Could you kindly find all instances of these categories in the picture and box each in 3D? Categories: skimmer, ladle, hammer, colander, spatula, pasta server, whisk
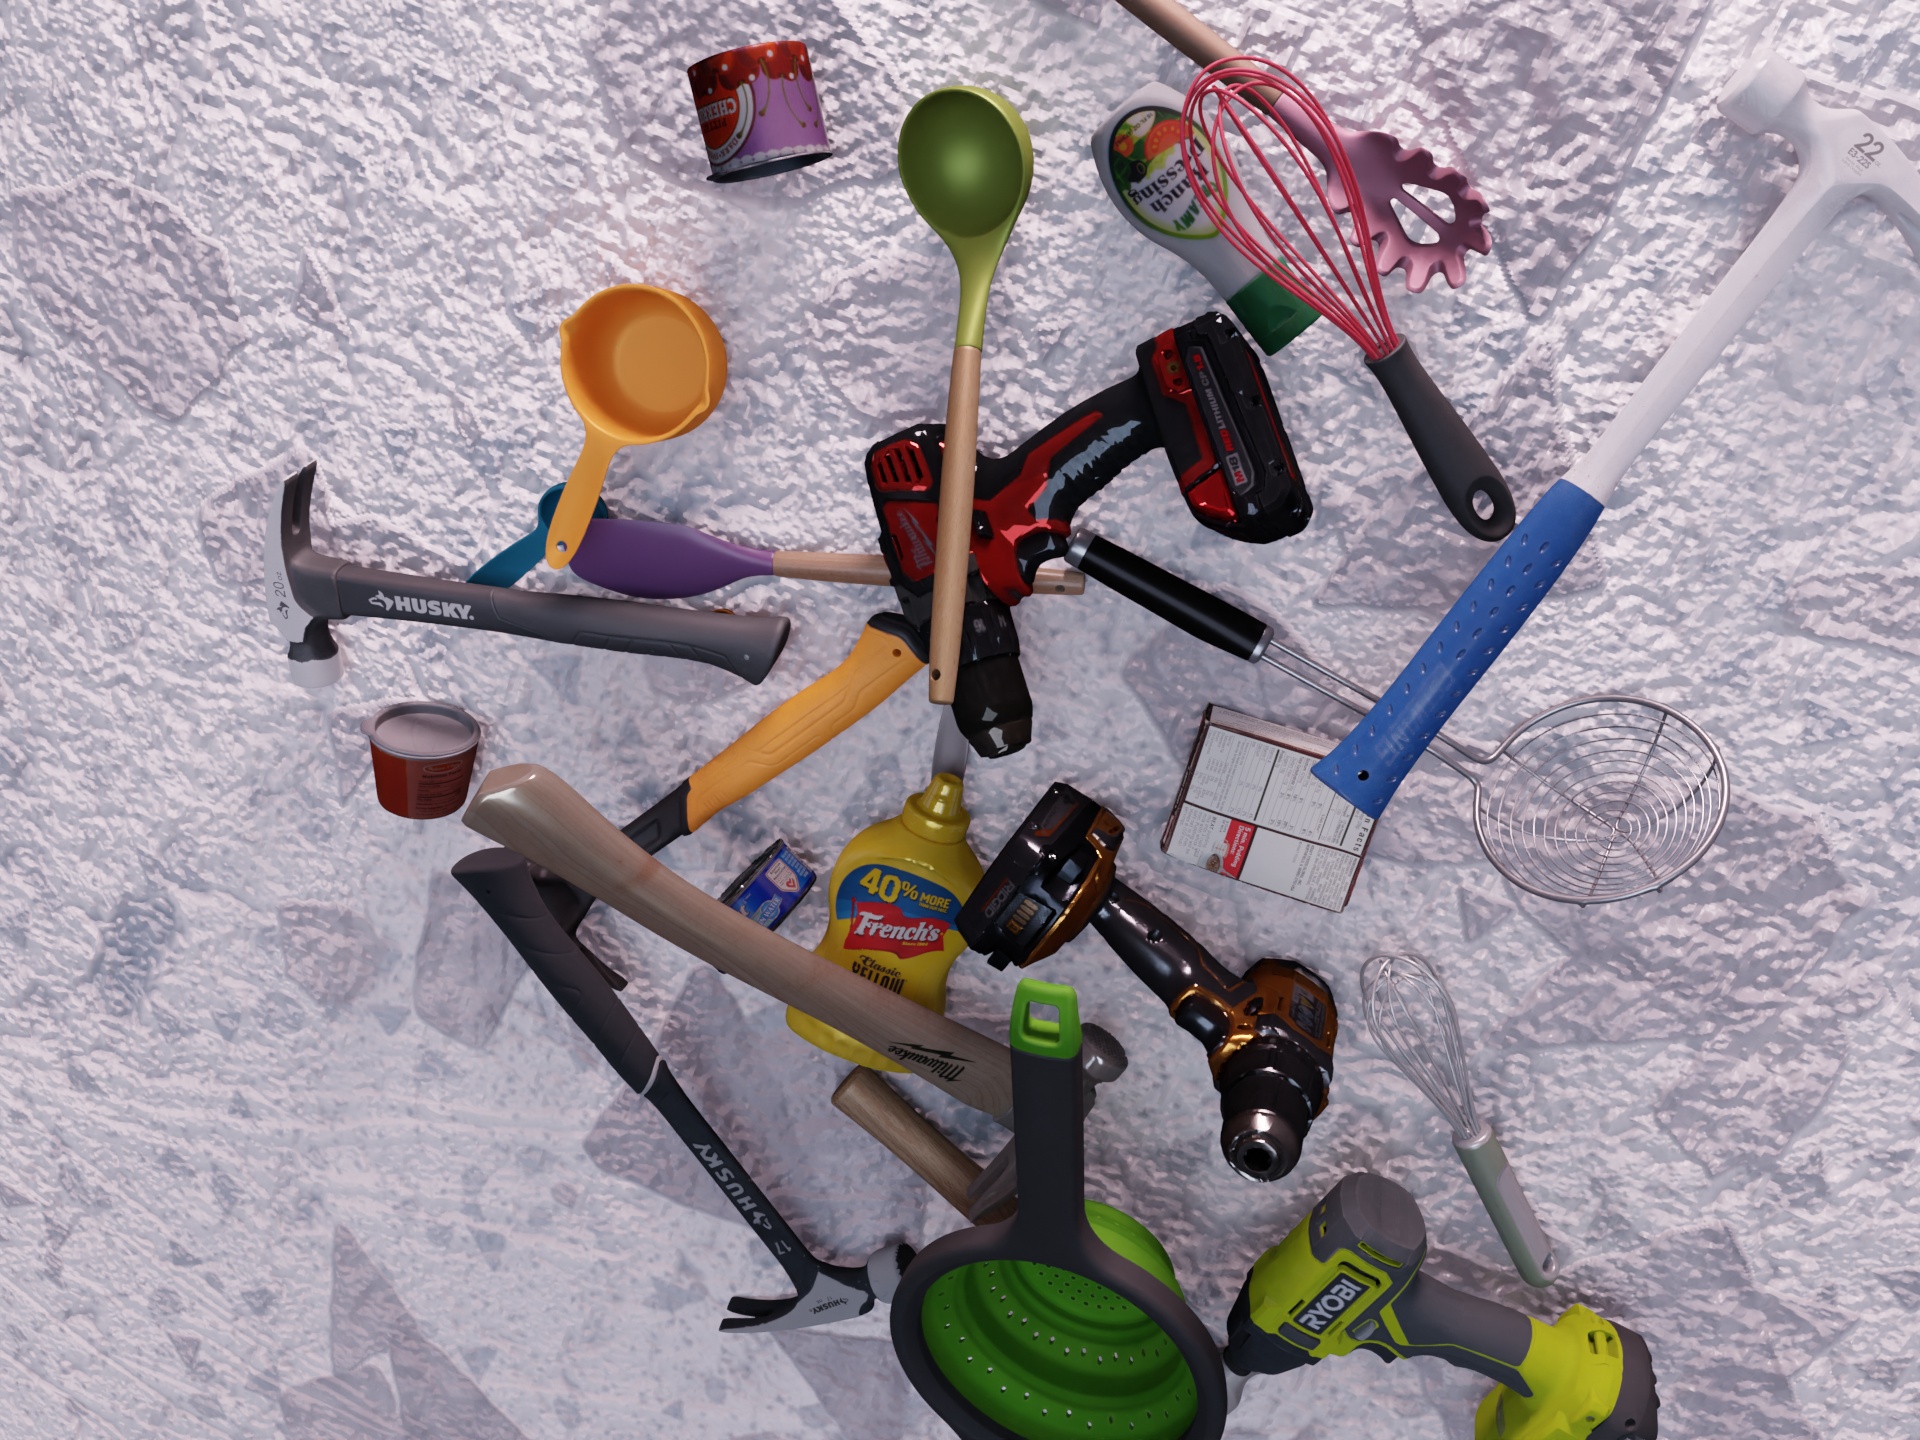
[{"bbox_3d":[0.223,-0.022,0.855,0.363,0.090,0.127,29,74,6],"label":"skimmer"},{"bbox_3d":[-0.005,-0.168,0.819,0.078,0.062,0.320,-1,82,35],"label":"ladle"},{"bbox_3d":[-0.146,0.047,0.988,0.337,0.034,0.127,-36,96,20],"label":"hammer"},{"bbox_3d":[0.064,0.288,0.922,0.204,0.094,0.396,8,121,18],"label":"colander"},{"bbox_3d":[-0.084,-0.089,0.938,0.316,0.018,0.059,4,134,10],"label":"spatula"},{"bbox_3d":[-0.105,0.154,0.929,0.410,0.038,0.146,32,107,-16],"label":"hammer"},{"bbox_3d":[0.047,0.345,1.040,0.331,0.031,0.130,41,110,-2],"label":"hammer"},{"bbox_3d":[0.321,-0.118,0.790,0.144,0.035,0.405,36,98,-2],"label":"hammer"},{"bbox_3d":[-0.193,0.247,1.034,0.149,0.036,0.408,-27,107,21],"label":"hammer"},{"bbox_3d":[0.138,-0.329,0.806,0.316,0.040,0.060,38,122,0],"label":"pasta server"},{"bbox_3d":[-0.265,-0.070,0.964,0.335,0.035,0.146,8,121,10],"label":"hammer"},{"bbox_3d":[0.202,-0.201,0.796,0.073,0.073,0.295,-32,115,20],"label":"whisk"},{"bbox_3d":[0.301,0.239,0.945,0.059,0.058,0.246,-11,112,51],"label":"whisk"}]

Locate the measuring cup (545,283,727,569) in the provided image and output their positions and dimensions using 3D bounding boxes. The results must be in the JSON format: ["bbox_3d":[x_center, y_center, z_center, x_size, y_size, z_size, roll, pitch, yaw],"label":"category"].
[{"bbox_3d":[-0.195,-0.167,0.919,0.095,0.052,0.173,28,108,3],"label":"measuring cup"}]

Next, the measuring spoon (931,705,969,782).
[{"bbox_3d":[-0.002,-0.003,0.954,0.034,0.018,0.124,12,116,7],"label":"measuring spoon"}]

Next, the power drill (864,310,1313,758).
[{"bbox_3d":[0.068,-0.097,0.850,0.226,0.080,0.188,-21,81,20],"label":"power drill"}]

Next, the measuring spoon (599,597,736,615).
[{"bbox_3d":[-0.190,-0.065,0.978,0.117,0.011,0.021,6,119,14],"label":"measuring spoon"}]

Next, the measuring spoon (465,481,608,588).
[{"bbox_3d":[-0.264,-0.109,0.978,0.128,0.021,0.042,-30,120,28],"label":"measuring spoon"}]

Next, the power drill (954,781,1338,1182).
[{"bbox_3d":[0.110,0.148,0.885,0.226,0.185,0.084,37,113,3],"label":"power drill"}]

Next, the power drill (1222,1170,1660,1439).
[{"bbox_3d":[0.282,0.380,0.958,0.223,0.080,0.171,29,122,-3],"label":"power drill"}]
